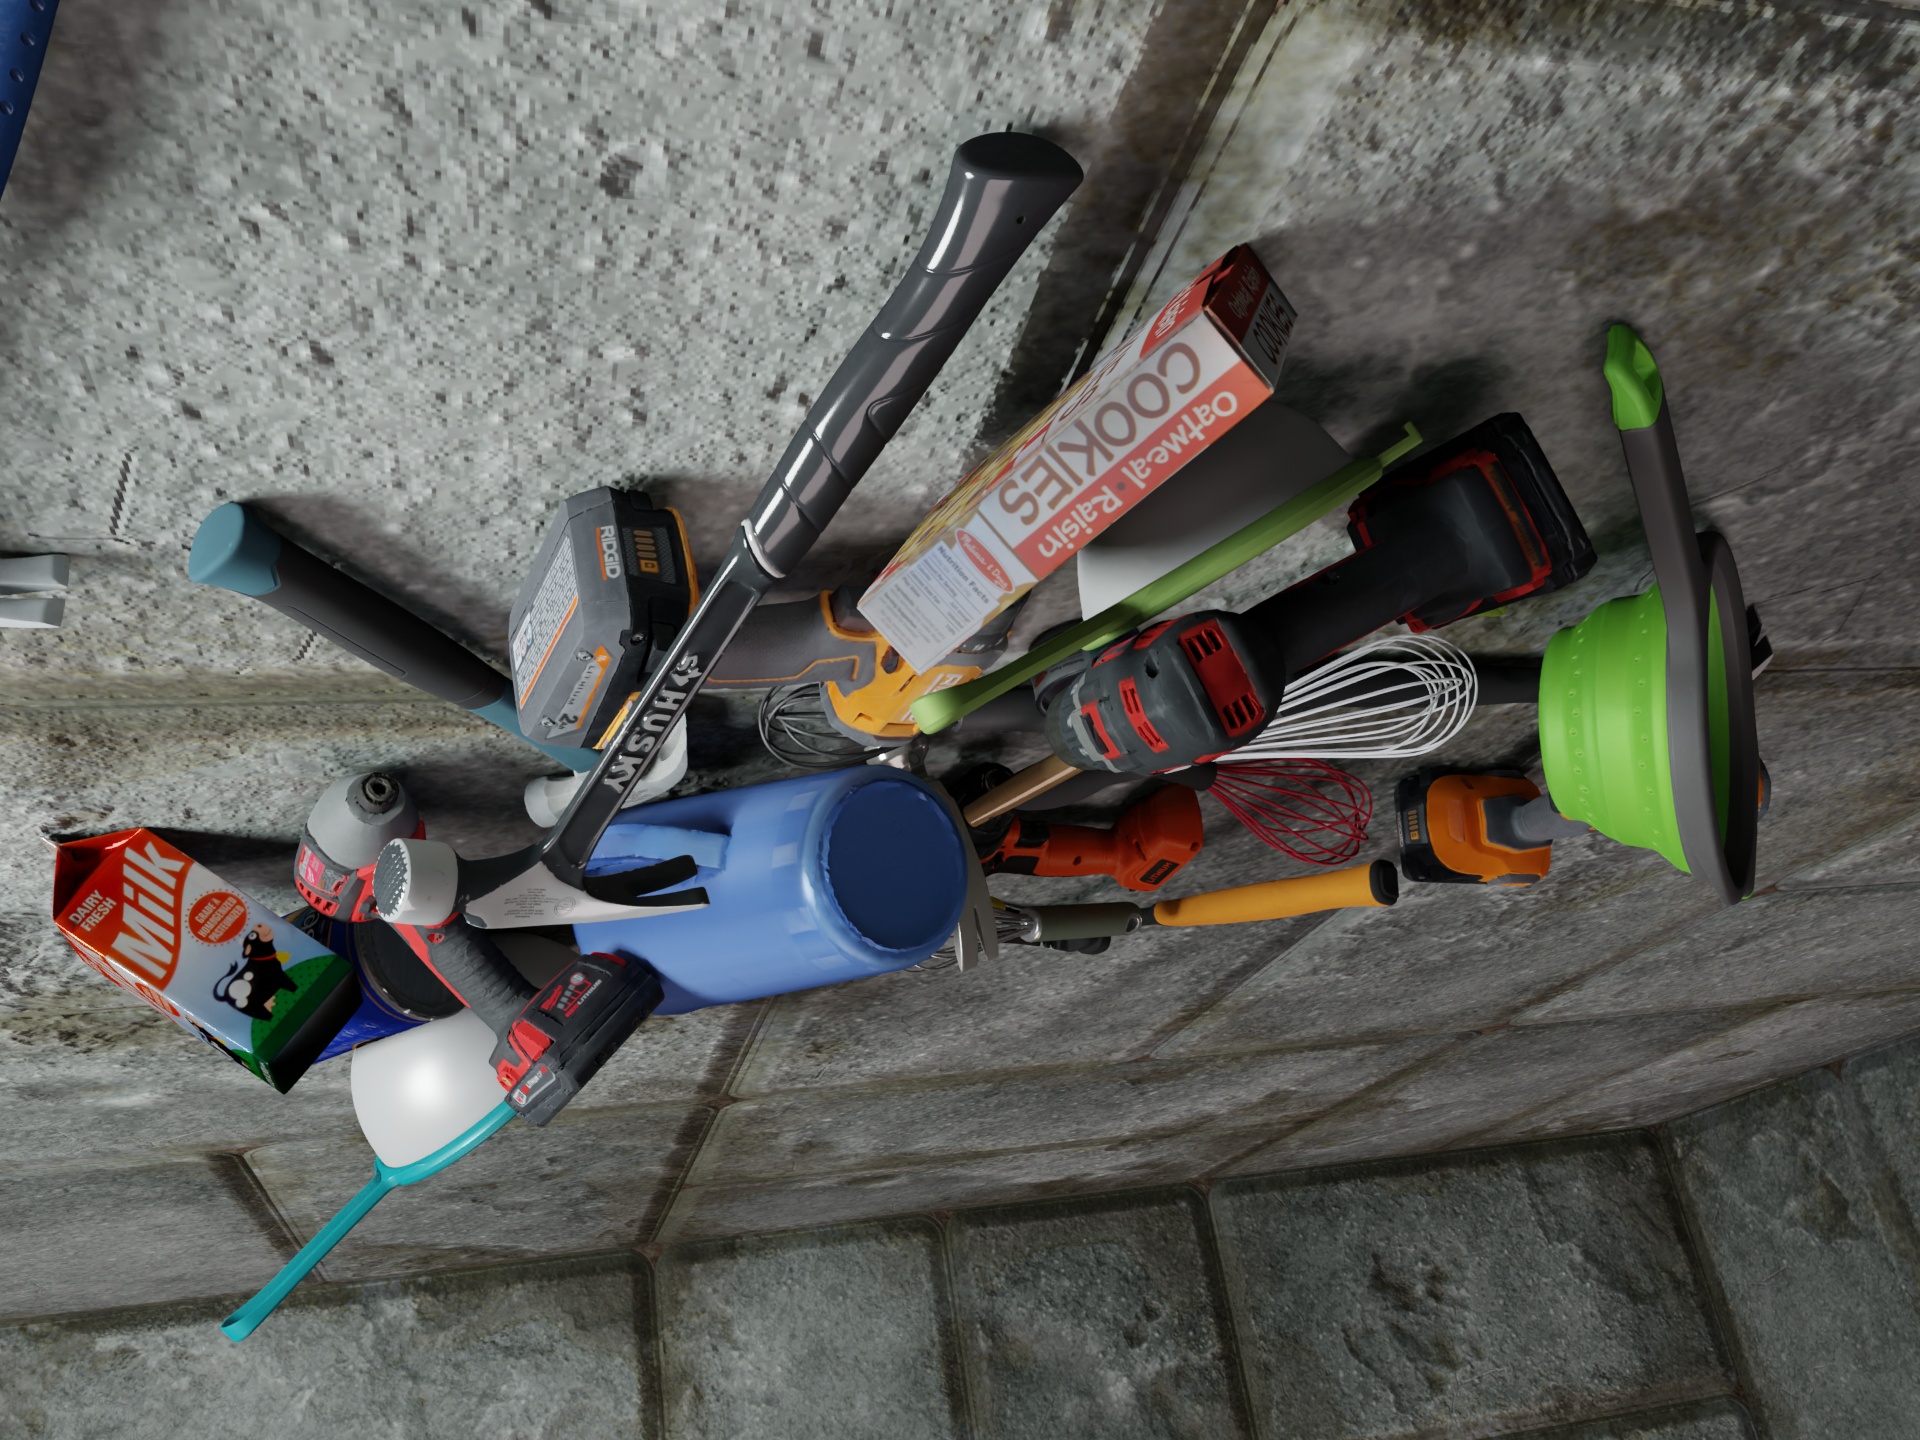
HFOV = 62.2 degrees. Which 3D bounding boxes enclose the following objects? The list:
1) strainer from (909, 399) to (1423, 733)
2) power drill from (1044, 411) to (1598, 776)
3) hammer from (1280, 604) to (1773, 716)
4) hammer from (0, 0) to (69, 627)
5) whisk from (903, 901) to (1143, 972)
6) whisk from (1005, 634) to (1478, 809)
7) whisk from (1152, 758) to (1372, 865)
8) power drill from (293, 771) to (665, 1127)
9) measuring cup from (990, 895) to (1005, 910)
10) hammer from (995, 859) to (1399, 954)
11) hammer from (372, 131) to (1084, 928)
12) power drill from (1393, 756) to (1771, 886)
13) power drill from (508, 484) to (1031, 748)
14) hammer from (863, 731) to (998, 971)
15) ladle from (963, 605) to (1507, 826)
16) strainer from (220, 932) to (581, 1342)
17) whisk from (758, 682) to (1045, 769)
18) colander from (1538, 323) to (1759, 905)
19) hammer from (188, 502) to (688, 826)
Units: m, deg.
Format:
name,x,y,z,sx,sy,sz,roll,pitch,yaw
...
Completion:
name,x,y,z,sx,sy,sz,roll,pitch,yaw
strainer,0.064,-0.074,0.663,0.256,0.069,0.151,-30,-179,-35
power drill,0.147,-0.042,0.723,0.226,0.080,0.188,-28,-179,-16
hammer,0.345,-0.024,0.993,0.334,0.035,0.146,0,154,-19
hammer,-0.329,-0.137,0.509,0.144,0.035,0.405,11,148,-37
whisk,0.041,0.142,1.105,0.246,0.059,0.057,3,110,-42
whisk,0.154,0.009,0.920,0.284,0.070,0.070,-15,155,21
whisk,0.173,0.040,1.043,0.295,0.073,0.073,18,144,-35
power drill,-0.283,0.121,0.907,0.078,0.219,0.143,-48,-178,-39
measuring cup,-0.036,0.124,1.137,0.156,0.062,0.029,5,140,-21
hammer,0.176,0.142,1.204,0.127,0.034,0.337,14,159,-41
hammer,-0.083,-0.051,0.628,0.149,0.036,0.408,11,129,-42
power drill,0.404,0.059,1.090,0.164,0.084,0.226,5,164,-28
power drill,-0.075,-0.052,0.736,0.226,0.084,0.185,1,151,-31
hammer,-0.128,0.141,1.077,0.038,0.146,0.410,-14,169,-43
ladle,0.141,-0.010,0.863,0.320,0.062,0.078,-30,164,18
strainer,-0.390,0.257,1.091,0.211,0.340,0.095,-17,115,49
whisk,-0.001,-0.002,0.905,0.239,0.055,0.055,-2,154,-24
colander,0.345,-0.047,0.836,0.094,0.205,0.396,-3,143,33
hammer,-0.248,-0.019,0.793,0.128,0.033,0.330,-17,154,17
